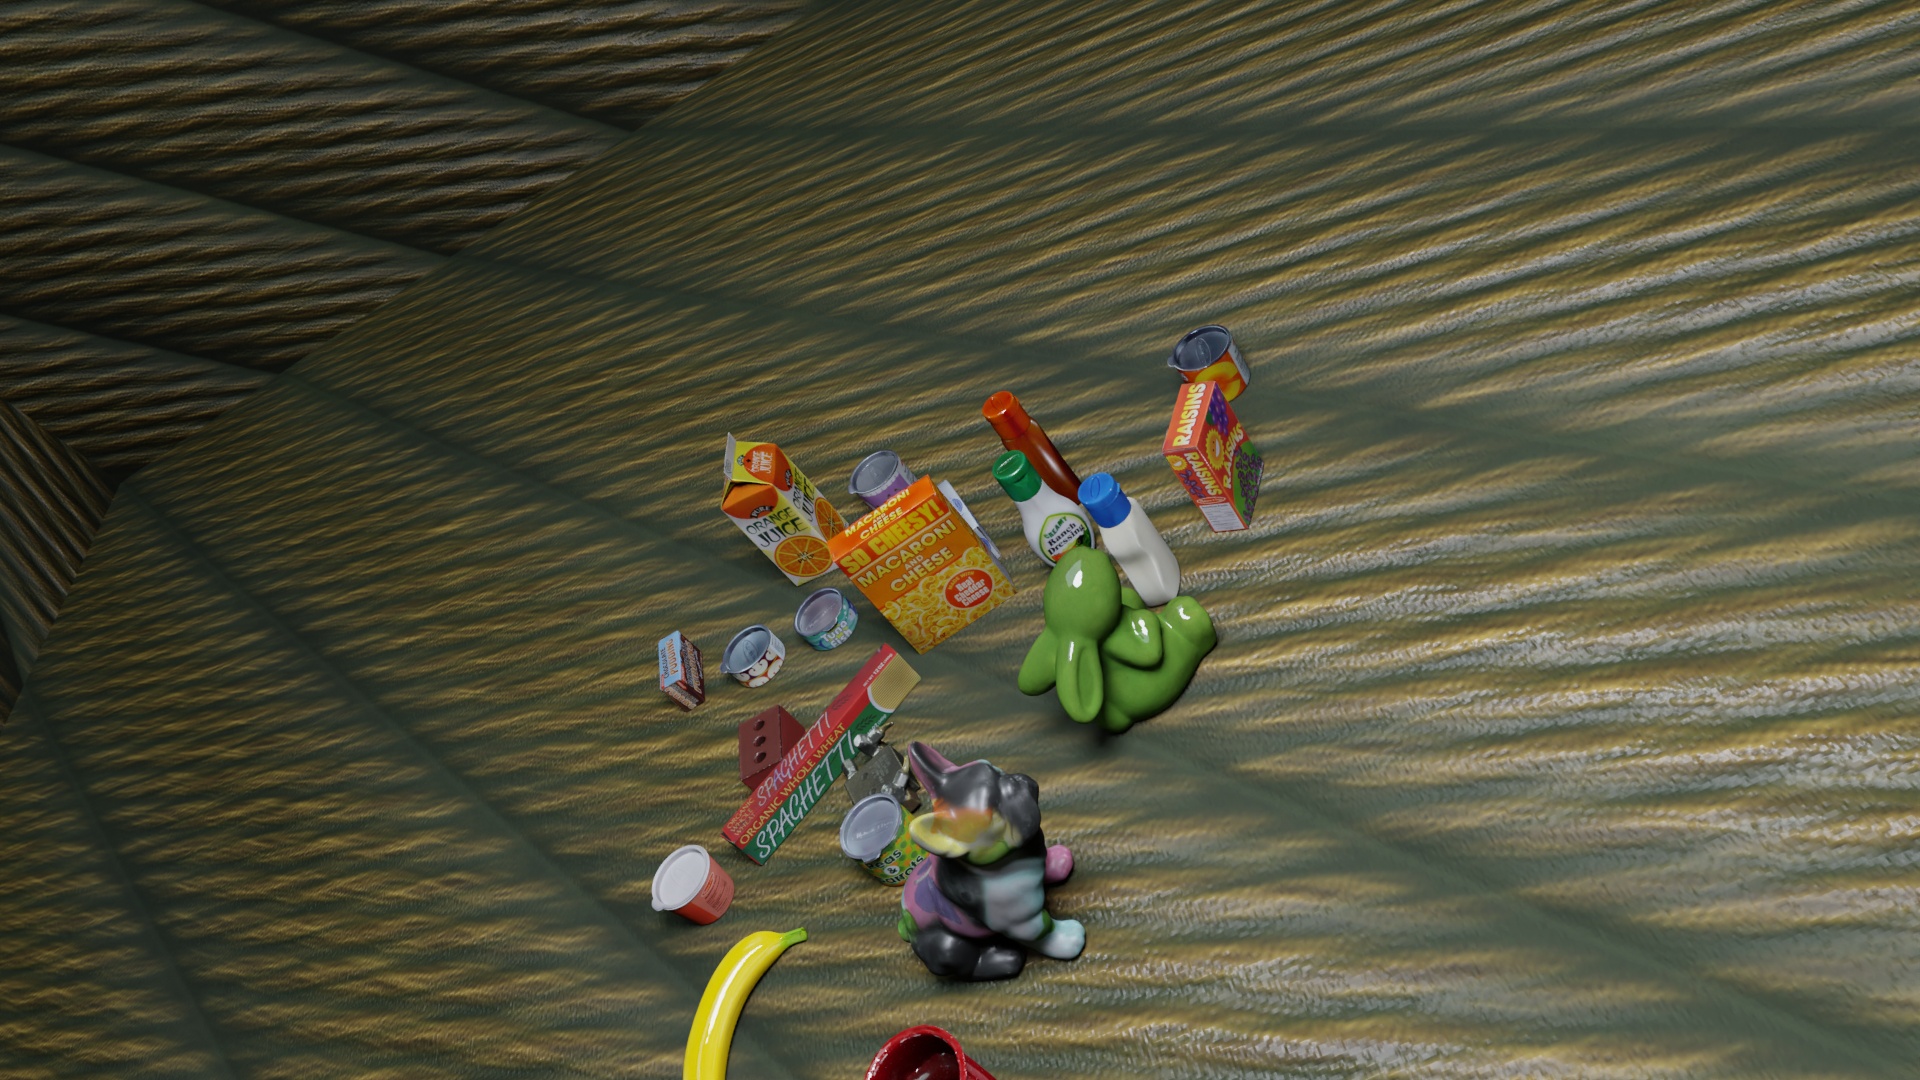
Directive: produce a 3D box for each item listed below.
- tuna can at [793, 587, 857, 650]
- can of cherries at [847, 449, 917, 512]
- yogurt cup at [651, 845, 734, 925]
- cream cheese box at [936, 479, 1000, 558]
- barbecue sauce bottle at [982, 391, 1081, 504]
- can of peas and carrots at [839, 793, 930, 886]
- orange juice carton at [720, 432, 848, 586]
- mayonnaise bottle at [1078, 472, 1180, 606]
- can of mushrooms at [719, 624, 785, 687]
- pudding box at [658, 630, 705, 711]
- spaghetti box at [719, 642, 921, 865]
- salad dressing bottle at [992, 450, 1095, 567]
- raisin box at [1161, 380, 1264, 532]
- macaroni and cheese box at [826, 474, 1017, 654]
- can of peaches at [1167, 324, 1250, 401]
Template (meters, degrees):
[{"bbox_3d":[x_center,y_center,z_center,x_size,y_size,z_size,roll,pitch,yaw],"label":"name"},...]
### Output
[{"bbox_3d":[-0.148,0.088,1.539,0.071,0.032,0.071,-22,41,21],"label":"tuna can"},{"bbox_3d":[-0.088,-0.062,1.618,0.071,0.058,0.072,-22,41,21],"label":"can of cherries"},{"bbox_3d":[-0.260,0.341,1.363,0.072,0.053,0.073,-22,41,21],"label":"yogurt cup"},{"bbox_3d":[0.005,-0.019,1.504,0.024,0.053,0.104,-37,38,3],"label":"cream cheese box"},{"bbox_3d":[0.075,-0.094,1.446,0.043,0.148,0.065,-38,38,3],"label":"barbecue sauce bottle"},{"bbox_3d":[-0.067,0.276,1.268,0.071,0.058,0.071,-22,41,21],"label":"can of peas and carrots"},{"bbox_3d":[-0.210,-0.040,1.587,0.073,0.192,0.072,-24,41,19],"label":"orange juice carton"},{"bbox_3d":[0.157,-0.004,1.290,0.041,0.147,0.065,-19,43,25],"label":"mayonnaise bottle"},{"bbox_3d":[-0.234,0.132,1.565,0.071,0.033,0.071,-22,41,21],"label":"can of mushrooms"},{"bbox_3d":[-0.323,0.151,1.605,0.030,0.049,0.084,-31,39,12],"label":"pudding box"},{"bbox_3d":[-0.138,0.214,1.394,0.250,0.050,0.029,-49,39,-12],"label":"spaghetti box"},{"bbox_3d":[0.082,-0.029,1.377,0.064,0.147,0.044,-39,38,1],"label":"salad dressing bottle"},{"bbox_3d":[0.241,-0.079,1.317,0.040,0.123,0.086,-5,50,36],"label":"raisin box"},{"bbox_3d":[-0.038,0.027,1.403,0.123,0.166,0.040,-34,38,7],"label":"macaroni and cheese box"},{"bbox_3d":[0.261,-0.182,1.455,0.071,0.058,0.071,-22,41,21],"label":"can of peaches"}]
